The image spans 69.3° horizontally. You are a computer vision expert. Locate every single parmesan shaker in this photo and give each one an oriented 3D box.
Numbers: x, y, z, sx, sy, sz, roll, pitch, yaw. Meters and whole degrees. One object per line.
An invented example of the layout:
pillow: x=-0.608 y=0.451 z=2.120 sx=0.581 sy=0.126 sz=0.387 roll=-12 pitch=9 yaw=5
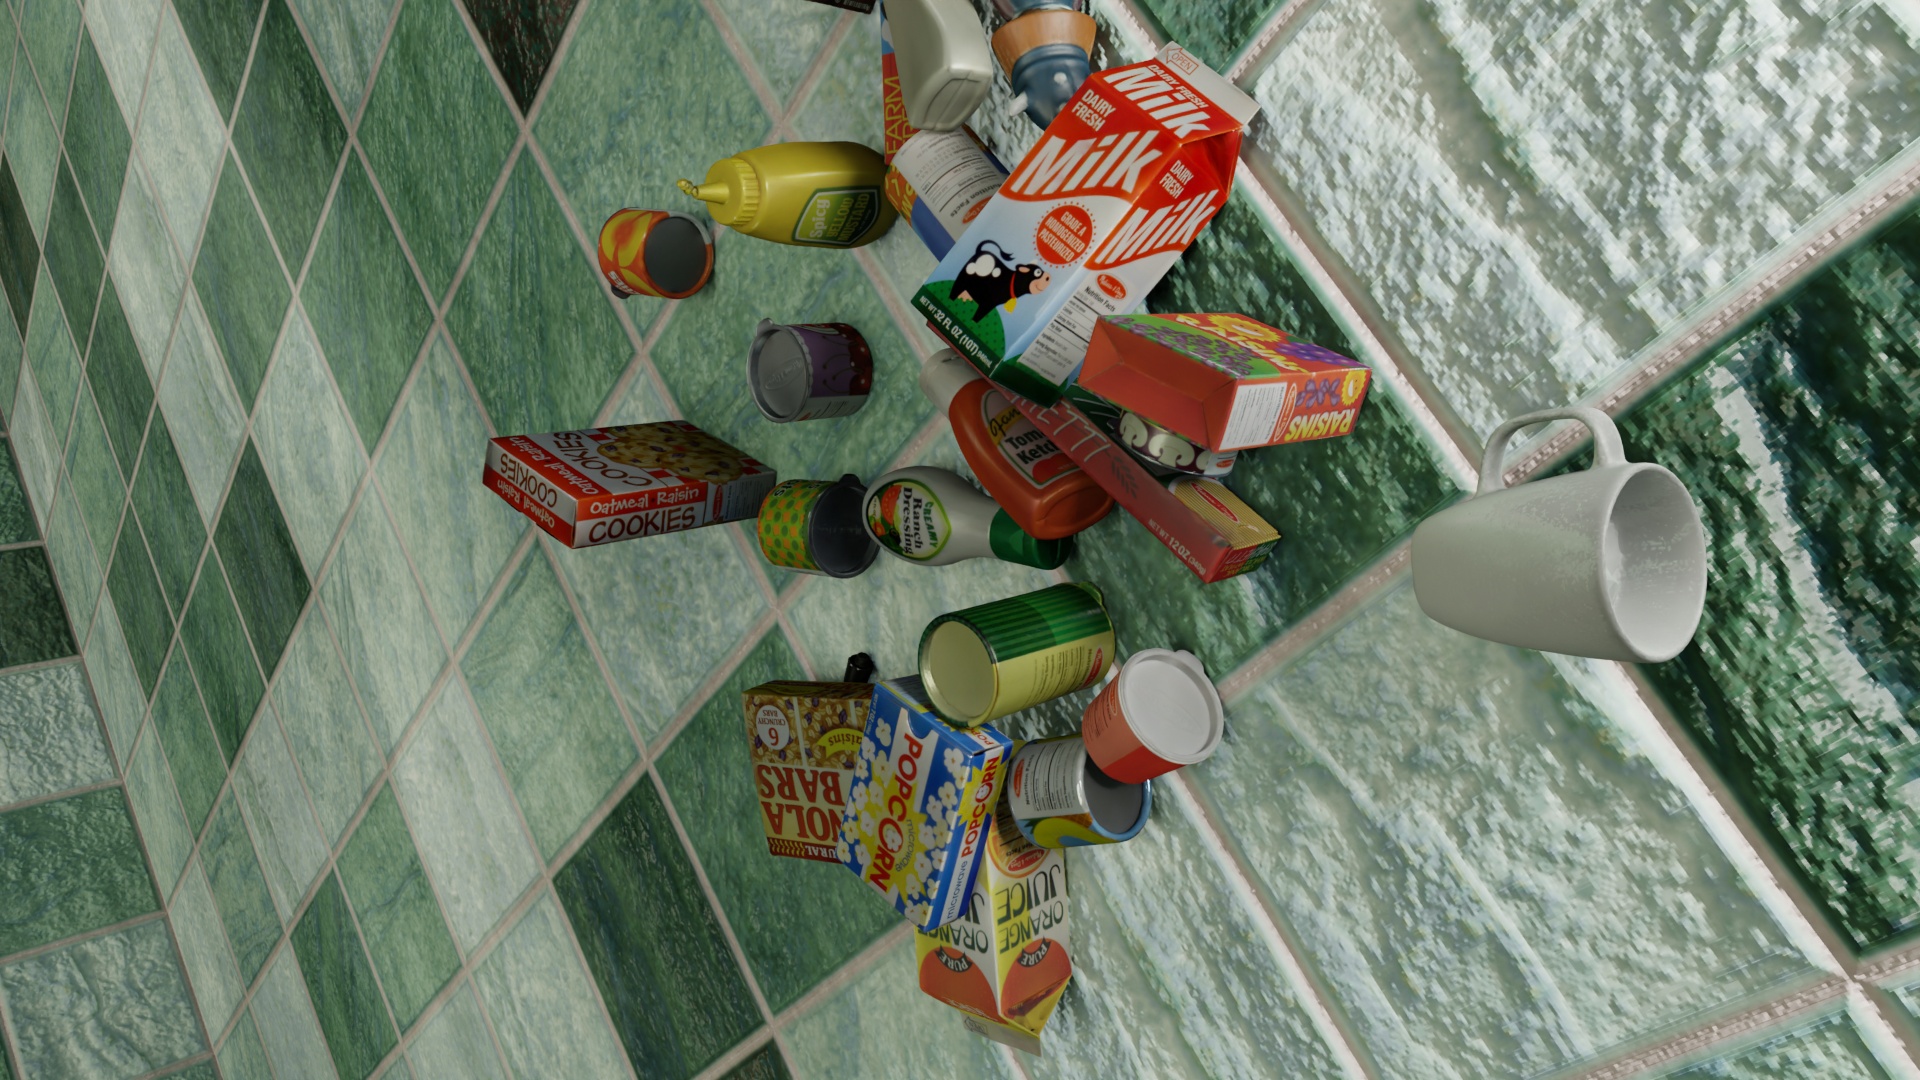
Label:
parmesan shaker: x=0.033 y=0.063 z=0.810 sx=0.071 sy=0.103 sz=0.071 roll=10 pitch=104 yaw=43

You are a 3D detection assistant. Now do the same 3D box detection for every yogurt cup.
yogurt cup: x=0.104 y=0.102 z=0.777 sx=0.053 sy=0.072 sz=0.072 roll=-46 pitch=66 yaw=48

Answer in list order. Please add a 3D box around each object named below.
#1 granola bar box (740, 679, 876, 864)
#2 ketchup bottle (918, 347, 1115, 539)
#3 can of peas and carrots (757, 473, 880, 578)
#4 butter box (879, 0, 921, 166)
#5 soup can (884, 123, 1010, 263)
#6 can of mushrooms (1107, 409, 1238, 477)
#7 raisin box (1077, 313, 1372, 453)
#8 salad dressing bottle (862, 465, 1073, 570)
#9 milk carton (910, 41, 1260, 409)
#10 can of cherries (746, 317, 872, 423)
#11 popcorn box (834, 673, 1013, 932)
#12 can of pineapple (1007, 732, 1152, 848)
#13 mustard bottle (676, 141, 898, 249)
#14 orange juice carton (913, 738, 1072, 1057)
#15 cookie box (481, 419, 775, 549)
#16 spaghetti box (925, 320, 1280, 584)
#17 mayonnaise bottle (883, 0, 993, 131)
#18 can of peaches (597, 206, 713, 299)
granola bar box: x=-0.073 y=0.162 z=0.957 sx=0.165 sy=0.039 sz=0.124 roll=-3 pitch=100 yaw=38
ketchup bottle: x=0.027 y=-0.061 z=0.826 sx=0.149 sy=0.065 sz=0.043 roll=48 pitch=145 yaw=38
can of peas and carrots: x=-0.096 y=-0.011 z=0.950 sx=0.058 sy=0.071 sz=0.071 roll=4 pitch=101 yaw=44
butter box: x=-0.023 y=-0.285 z=0.858 sx=0.053 sy=0.024 sz=0.103 roll=7 pitch=102 yaw=44
soup can: x=0.004 y=-0.194 z=0.820 sx=0.084 sy=0.071 sz=0.071 roll=54 pitch=130 yaw=24
can of mushrooms: x=0.115 y=-0.063 z=0.732 sx=0.071 sy=0.071 sz=0.033 roll=36 pitch=120 yaw=34
raisin box: x=0.131 y=-0.079 z=0.675 sx=0.086 sy=0.124 sz=0.040 roll=31 pitch=118 yaw=37
salad dressing bottle: x=0.003 y=-0.011 z=0.868 sx=0.147 sy=0.044 sz=0.064 roll=11 pitch=107 yaw=43
milk carton: x=0.070 y=-0.169 z=0.731 sx=0.190 sy=0.073 sz=0.072 roll=-49 pitch=61 yaw=13
can of cherries: x=-0.103 y=-0.117 z=0.942 sx=0.071 sy=0.058 sz=0.071 roll=11 pitch=106 yaw=44
popcorn box: x=-0.024 y=0.155 z=0.824 sx=0.085 sy=0.038 sz=0.126 roll=31 pitch=116 yaw=38
can of pineapple: x=0.072 y=0.146 z=0.817 sx=0.057 sy=0.071 sz=0.071 roll=-18 pitch=85 yaw=44
mustard bottle: x=-0.107 y=-0.213 z=0.857 sx=0.049 sy=0.161 sz=0.065 roll=50 pitch=130 yaw=24
orange juice carton: x=0.019 y=0.226 z=0.876 sx=0.072 sy=0.073 sz=0.192 roll=1 pitch=98 yaw=44
cookie box: x=-0.240 y=-0.044 z=1.012 sx=0.123 sy=0.168 sz=0.040 roll=28 pitch=117 yaw=38
spaghetti box: x=0.073 y=-0.068 z=0.785 sx=0.251 sy=0.050 sz=0.028 roll=46 pitch=125 yaw=29
mayonnaise bottle: x=-0.019 y=-0.312 z=0.794 sx=0.064 sy=0.041 sz=0.148 roll=-41 pitch=56 yaw=58
can of peaches: x=-0.229 y=-0.213 z=1.041 sx=0.058 sy=0.071 sz=0.071 roll=14 pitch=107 yaw=41
